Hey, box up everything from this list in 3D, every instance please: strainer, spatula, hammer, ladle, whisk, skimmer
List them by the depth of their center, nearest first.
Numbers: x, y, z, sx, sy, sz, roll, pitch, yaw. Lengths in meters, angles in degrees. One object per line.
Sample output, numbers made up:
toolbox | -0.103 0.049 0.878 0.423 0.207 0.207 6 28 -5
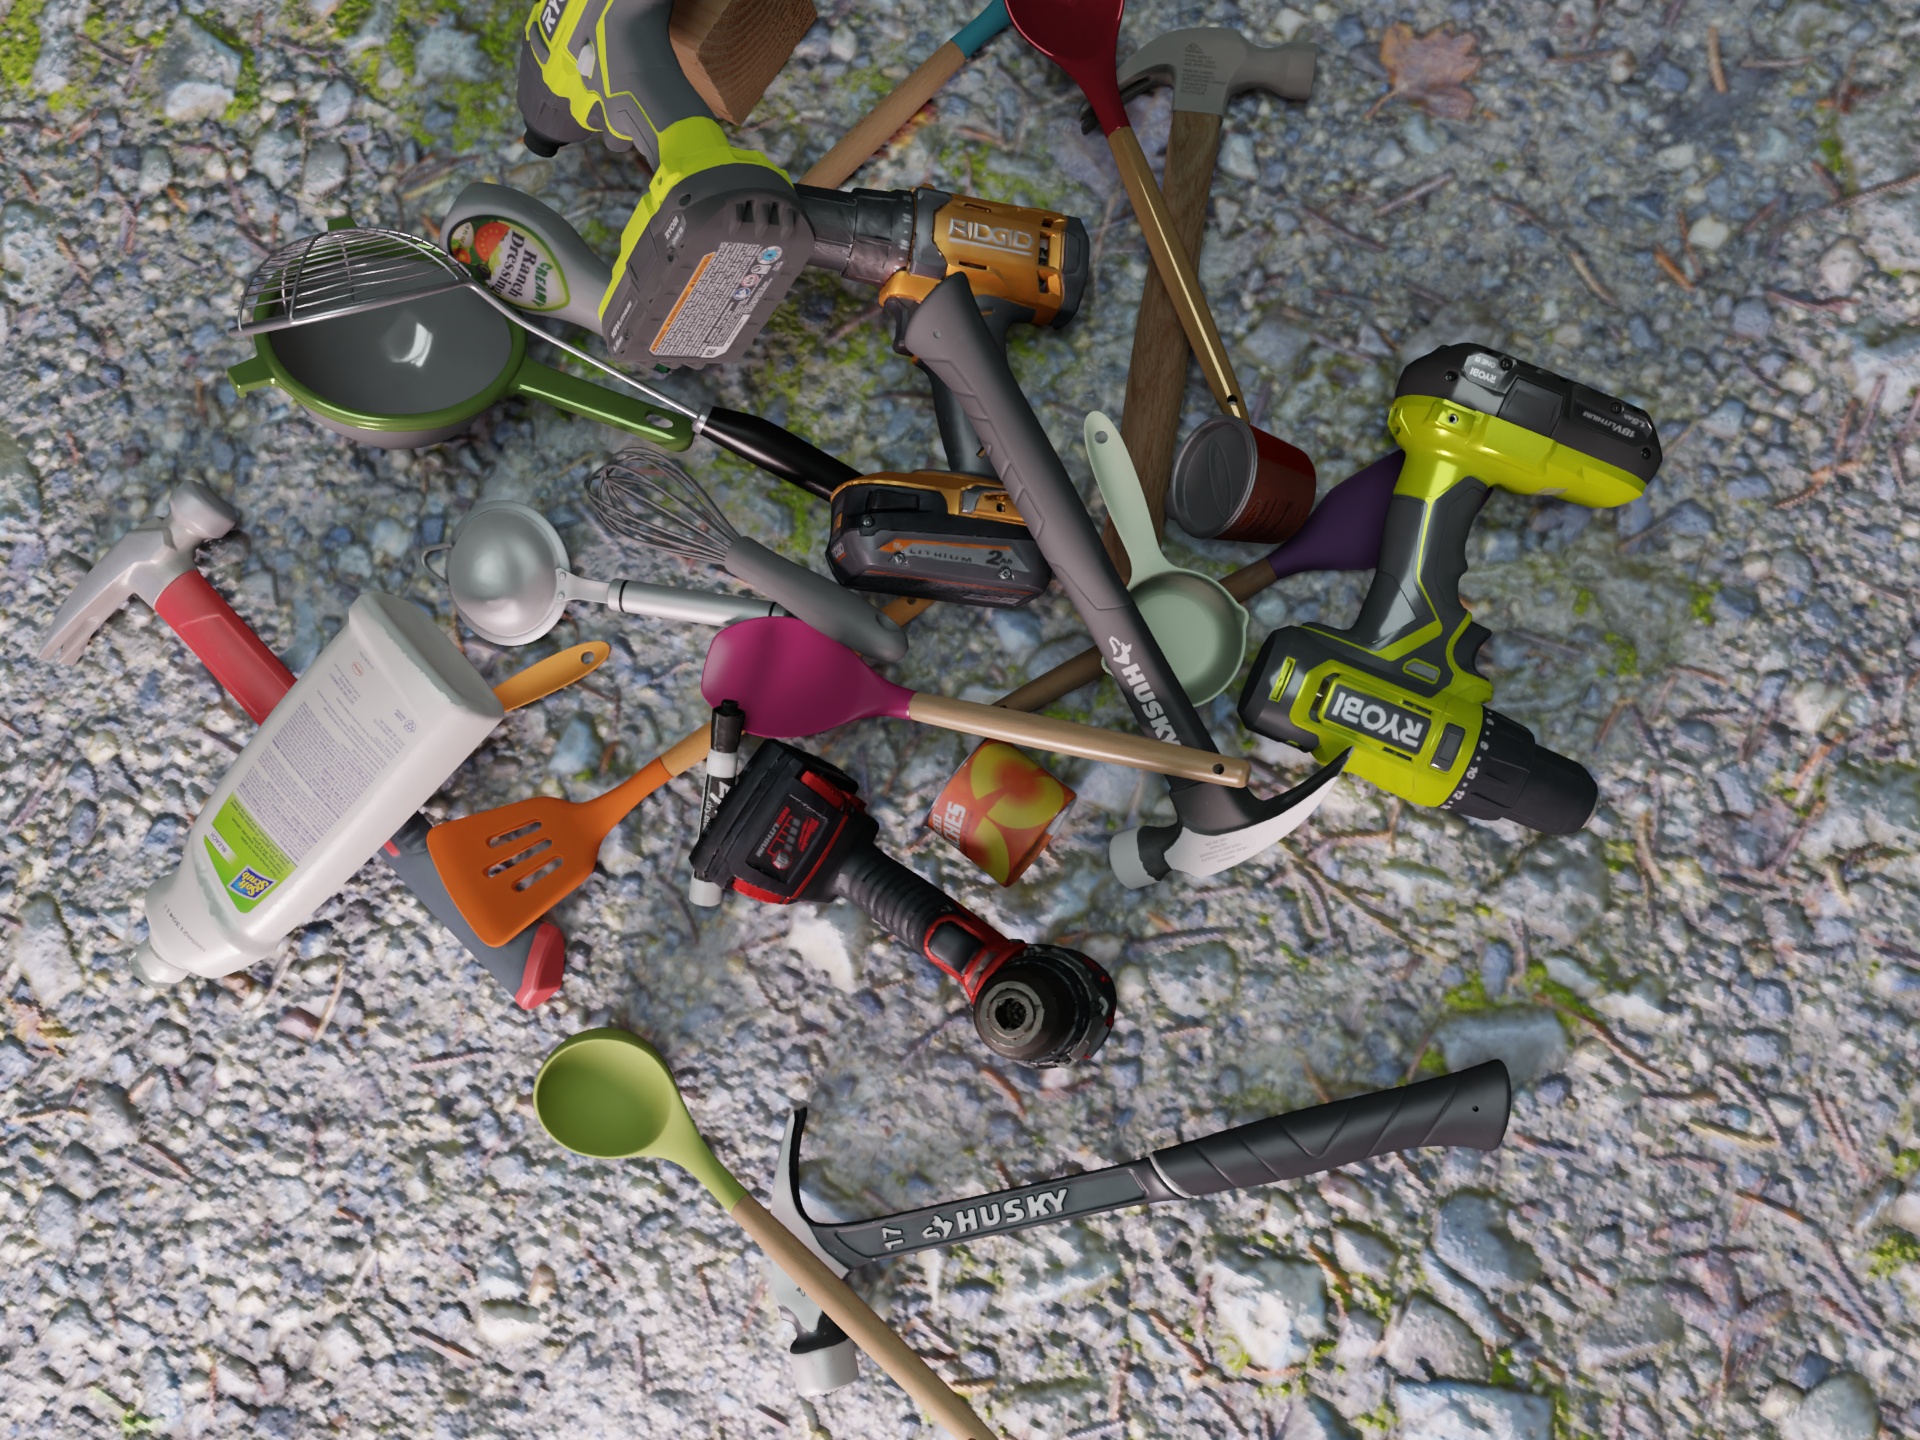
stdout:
hammer | 0.072 -0.072 0.808 0.146 0.035 0.334 -22 103 35
ladle | -0.104 0.275 0.834 0.320 0.062 0.078 37 107 23
hammer | 0.092 0.243 0.854 0.409 0.036 0.149 -15 80 5
skimmer | -0.212 -0.171 0.887 0.363 0.127 0.090 26 103 -14
spatula | 0.153 -0.071 0.893 0.316 0.018 0.060 -27 79 3
ladle | 0.100 -0.308 0.893 0.069 0.031 0.315 -22 83 8
whisk | -0.122 -0.092 0.894 0.239 0.055 0.055 31 88 24
spatula | -0.151 0.012 0.911 0.322 0.041 0.081 -34 77 1
hammer | 0.116 -0.237 0.912 0.130 0.031 0.331 9 84 8
strainer | -0.207 -0.076 0.927 0.258 0.050 0.087 9 102 8
hammer | -0.384 0.035 0.944 0.386 0.038 0.143 44 92 11
spatula | -0.023 -0.386 0.944 0.317 0.044 0.082 -44 86 2
strainer | -0.286 -0.196 0.952 0.256 0.069 0.152 18 55 -7

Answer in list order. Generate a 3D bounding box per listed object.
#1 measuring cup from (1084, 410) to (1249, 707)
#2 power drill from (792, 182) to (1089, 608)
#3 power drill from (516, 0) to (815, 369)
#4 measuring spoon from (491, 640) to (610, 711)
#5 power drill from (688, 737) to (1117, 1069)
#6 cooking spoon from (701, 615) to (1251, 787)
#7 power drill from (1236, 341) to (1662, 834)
measuring cup | 0.100 -0.087 0.865 0.083 0.038 0.167 -20 92 3
power drill | -0.027 -0.186 0.877 0.185 0.084 0.226 7 82 -16
power drill | -0.173 -0.308 0.859 0.171 0.080 0.223 -42 65 45
measuring spoon | -0.260 -0.017 0.949 0.117 0.011 0.021 -27 76 0
power drill | -0.024 0.102 0.813 0.227 0.187 0.080 33 89 14
cooking spoon | -0.001 -0.003 0.848 0.319 0.017 0.069 12 85 23
power drill | 0.275 -0.063 0.842 0.190 0.080 0.228 22 92 2
